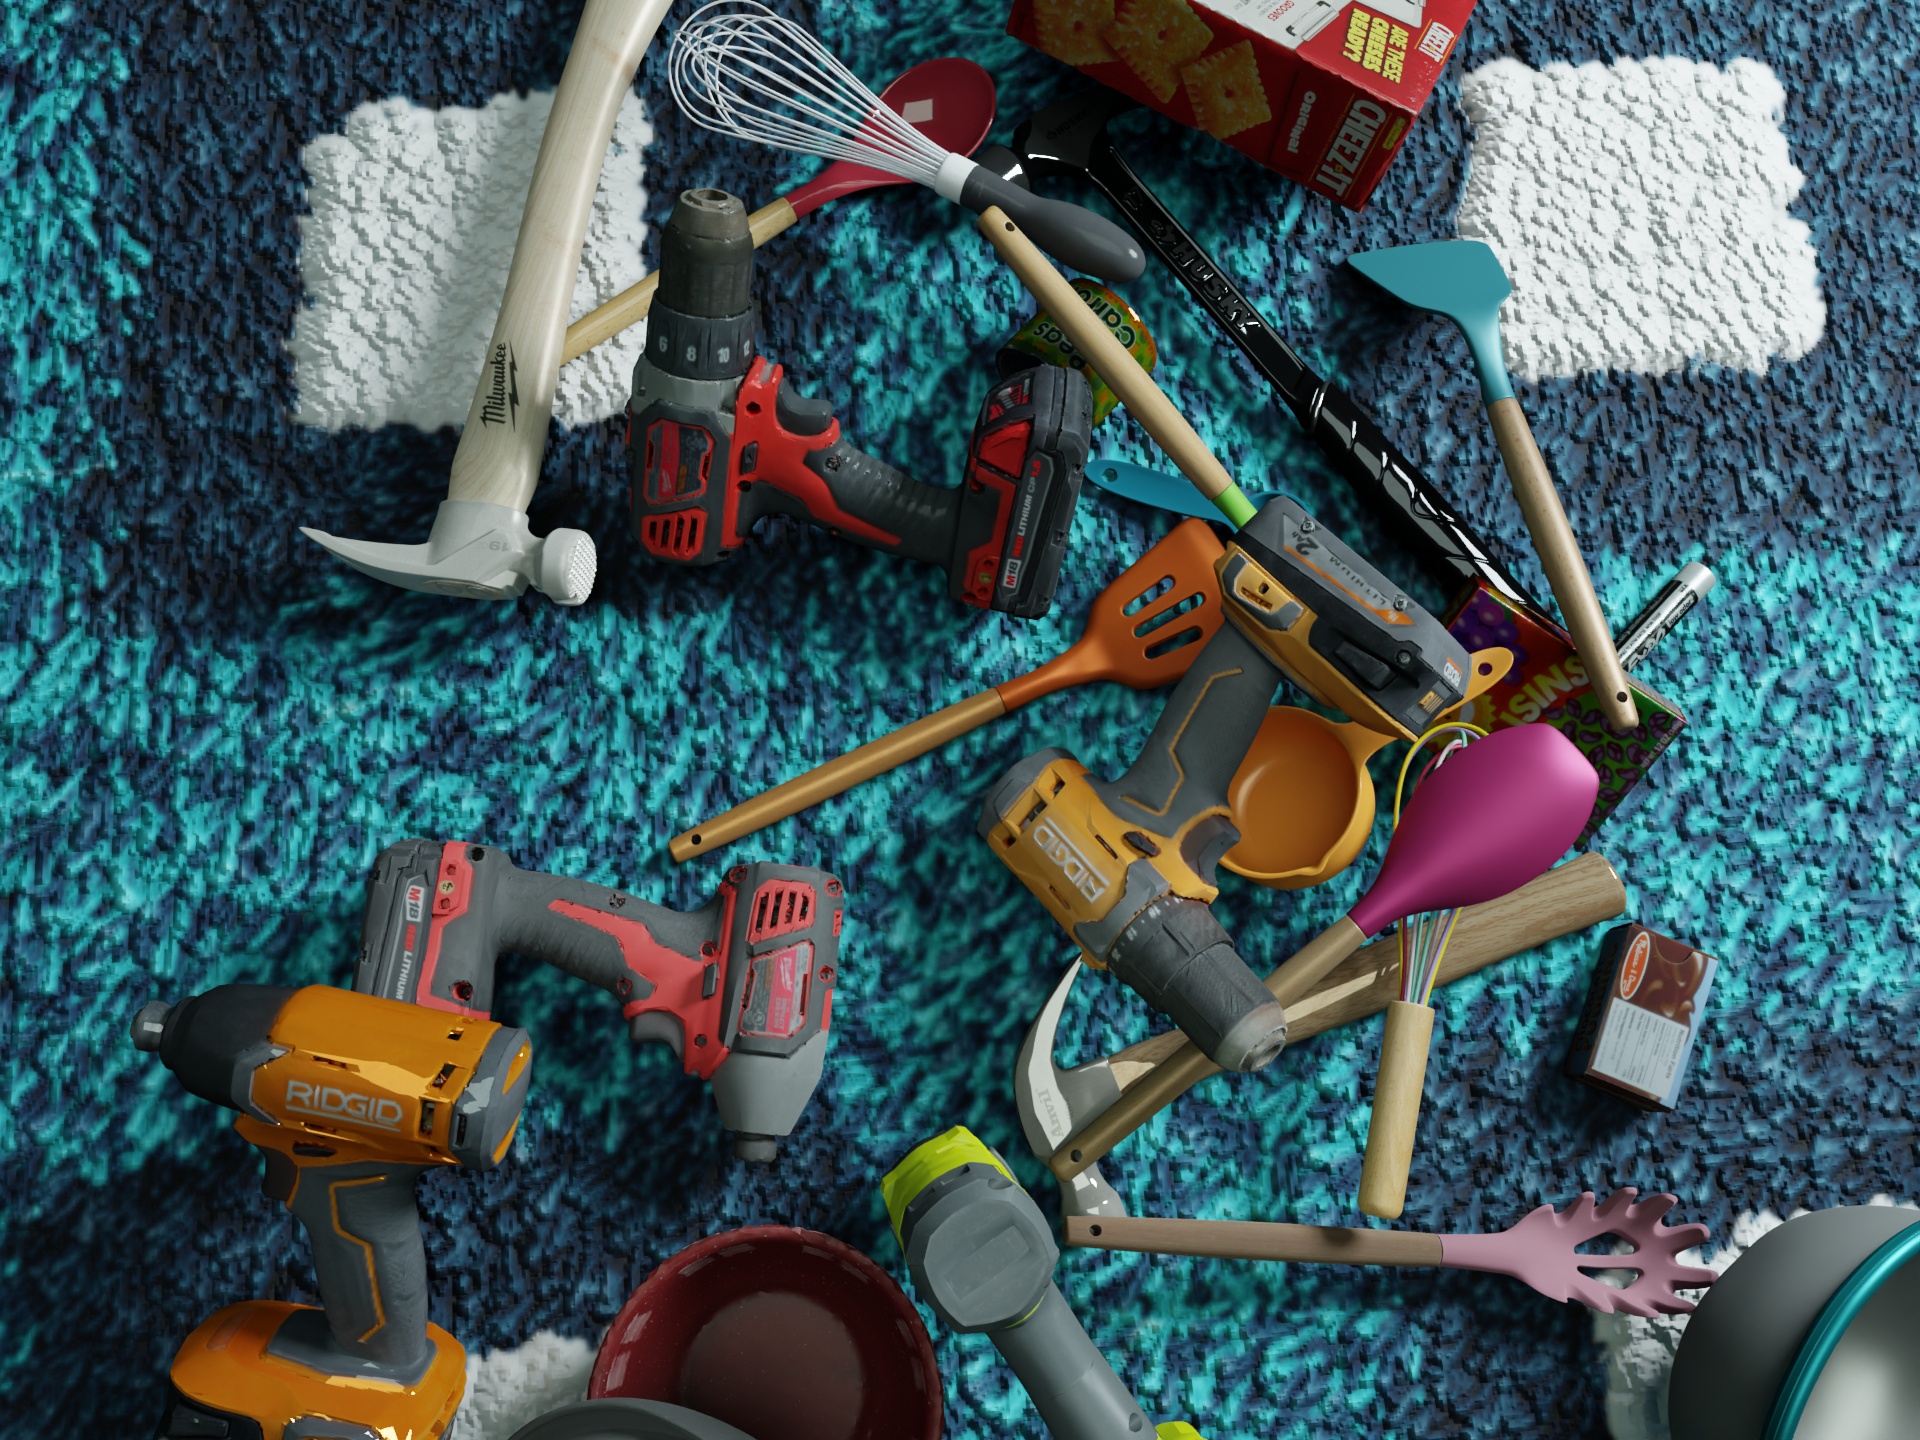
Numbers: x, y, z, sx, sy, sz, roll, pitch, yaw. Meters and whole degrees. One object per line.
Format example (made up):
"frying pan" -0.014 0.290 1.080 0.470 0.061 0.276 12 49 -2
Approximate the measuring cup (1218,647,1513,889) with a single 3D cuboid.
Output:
"measuring cup" 0.198 0.020 0.789 0.173 0.052 0.095 -32 62 13

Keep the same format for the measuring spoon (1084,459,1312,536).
"measuring spoon" 0.127 -0.115 0.863 0.128 0.021 0.042 20 75 10

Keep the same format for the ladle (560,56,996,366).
"ladle" -0.115 -0.267 0.873 0.315 0.031 0.069 -34 71 -7

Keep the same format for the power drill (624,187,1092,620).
"power drill" -0.051 -0.150 0.782 0.226 0.187 0.080 11 35 -2

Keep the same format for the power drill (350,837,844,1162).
"power drill" -0.171 0.132 0.765 0.219 0.078 0.143 6 79 -5

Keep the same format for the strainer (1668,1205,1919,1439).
"strainer" 0.438 0.260 0.747 0.340 0.095 0.210 -49 118 -13

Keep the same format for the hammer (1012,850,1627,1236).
"hammer" 0.182 0.138 0.803 0.331 0.031 0.130 -21 81 -7

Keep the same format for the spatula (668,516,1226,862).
"spatula" -0.001 -0.003 0.817 0.322 0.041 0.081 -25 82 -7

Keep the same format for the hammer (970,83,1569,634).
"hammer" 0.184 -0.188 0.866 0.149 0.036 0.409 -39 84 -15

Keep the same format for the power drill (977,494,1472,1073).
"power drill" 0.134 0.033 0.741 0.226 0.084 0.186 -49 58 11

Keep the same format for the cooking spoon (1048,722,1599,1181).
"cooking spoon" 0.168 0.114 0.753 0.319 0.017 0.069 -40 73 2

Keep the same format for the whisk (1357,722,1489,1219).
"whisk" 0.226 0.117 0.771 0.047 0.051 0.245 14 78 -5

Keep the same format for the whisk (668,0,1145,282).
"whisk" -0.030 -0.297 0.835 0.284 0.070 0.070 29 78 8

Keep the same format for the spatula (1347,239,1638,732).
"spatula" 0.287 -0.135 0.824 0.082 0.044 0.318 -9 67 -7

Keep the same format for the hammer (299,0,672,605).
"hammer" -0.227 -0.261 0.850 0.146 0.038 0.411 7 74 9

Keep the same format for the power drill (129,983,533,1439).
"power drill" -0.285 0.221 0.693 0.164 0.084 0.226 13 105 0

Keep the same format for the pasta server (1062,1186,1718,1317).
"pasta server" 0.206 0.251 0.763 0.316 0.040 0.060 6 62 -8

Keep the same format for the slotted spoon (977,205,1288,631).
"slotted spoon" 0.117 -0.137 0.809 0.313 0.031 0.070 48 55 -7

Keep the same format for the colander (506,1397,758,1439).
"colander" -0.057 0.390 0.627 0.397 0.094 0.204 -3 104 17

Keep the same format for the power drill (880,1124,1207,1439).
"power drill" 0.045 0.286 0.705 0.080 0.171 0.223 -33 91 -9
